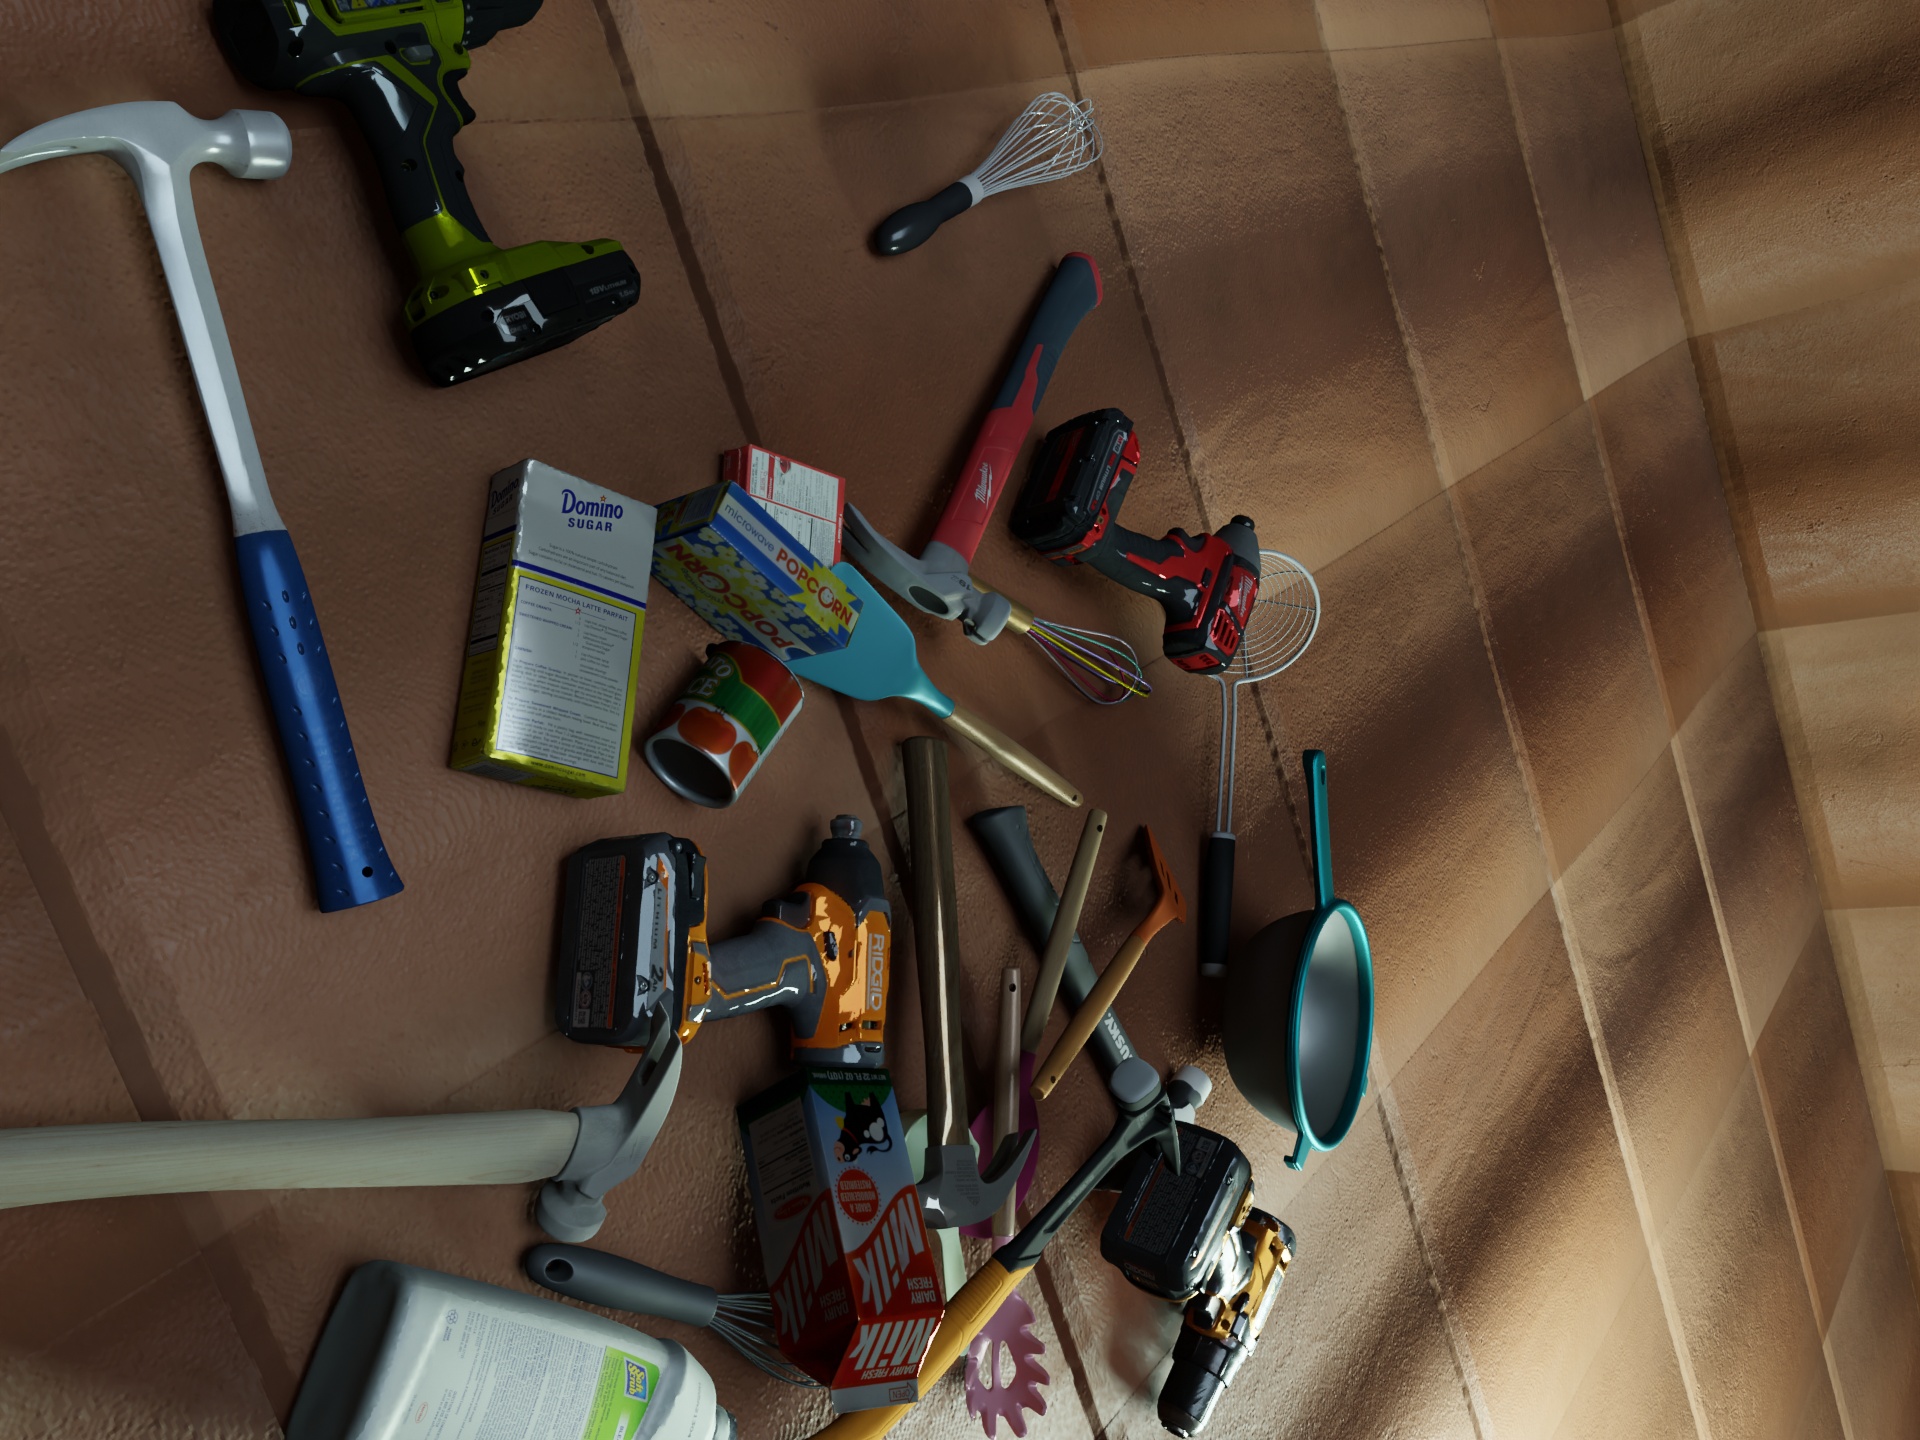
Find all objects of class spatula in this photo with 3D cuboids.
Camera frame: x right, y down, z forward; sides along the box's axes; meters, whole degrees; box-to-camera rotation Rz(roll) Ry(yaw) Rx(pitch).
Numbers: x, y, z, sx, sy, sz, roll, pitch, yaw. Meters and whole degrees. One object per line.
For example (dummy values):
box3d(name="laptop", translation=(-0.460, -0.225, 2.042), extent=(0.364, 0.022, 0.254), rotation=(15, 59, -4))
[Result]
box3d(name="spatula", translation=(0.116, 0.184, 1.203), extent=(0.323, 0.041, 0.081), rotation=(-44, 112, -51))
box3d(name="spatula", translation=(-0.002, -0.004, 1.155), extent=(0.317, 0.044, 0.082), rotation=(36, 85, -46))

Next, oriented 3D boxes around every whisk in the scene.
box3d(name="whisk", translation=(0.062, -0.069, 1.238), extent=(0.244, 0.051, 0.047), rotation=(27, 43, -37))
box3d(name="whisk", translation=(-0.152, 0.345, 0.929), extent=(0.238, 0.055, 0.055), rotation=(32, 61, -34))
box3d(name="whisk", translation=(0.024, -0.424, 1.243), extent=(0.285, 0.070, 0.070), rotation=(-44, 115, -37))

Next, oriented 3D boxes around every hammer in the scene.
box3d(name="hammer", translation=(-0.013, 0.171, 1.079), extent=(0.130, 0.031, 0.331), rotation=(13, 65, -39))
box3d(name="hammer", translation=(-0.356, -0.102, 0.789), extent=(0.144, 0.035, 0.405), rotation=(-19, 97, -47))
box3d(name="hammer", translation=(0.022, 0.371, 1.039), extent=(0.337, 0.034, 0.127), rotation=(-42, 140, -21))
box3d(name="hammer", translation=(0.025, -0.240, 1.214), extent=(0.143, 0.038, 0.387), rotation=(35, 54, -18))
box3d(name="hammer", translation=(0.091, 0.207, 1.219), extent=(0.146, 0.035, 0.334), rotation=(-45, 115, -42))
box3d(name="hammer", translation=(-0.322, 0.192, 0.729), extent=(0.410, 0.038, 0.146), rotation=(10, 117, -42))

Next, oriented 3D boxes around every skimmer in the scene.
box3d(name="skimmer", translation=(0.240, 0.037, 1.369), extent=(0.127, 0.090, 0.363), rotation=(8, 78, -13))

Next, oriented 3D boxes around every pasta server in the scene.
box3d(name="pasta server", translation=(0.032, 0.332, 1.107), extent=(0.060, 0.040, 0.316), rotation=(2, 87, -13))

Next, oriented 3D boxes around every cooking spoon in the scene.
box3d(name="cooking spoon", translation=(0.055, 0.215, 1.154), extent=(0.068, 0.017, 0.319), rotation=(25, 76, -28))

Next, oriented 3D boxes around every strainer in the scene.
box3d(name="strainer", translation=(0.275, 0.192, 1.355), extent=(0.211, 0.095, 0.340), rotation=(-16, 103, -58))

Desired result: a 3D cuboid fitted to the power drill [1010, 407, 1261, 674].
box3d(name="power drill", translation=(0.157, -0.148, 1.285), extent=(0.219, 0.078, 0.143), rotation=(34, 67, -28))

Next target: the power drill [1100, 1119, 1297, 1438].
box3d(name="power drill", translation=(0.181, 0.433, 1.224), extent=(0.185, 0.084, 0.226), rotation=(-57, 140, -26))

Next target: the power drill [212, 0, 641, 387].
box3d(name="power drill", translation=(-0.274, -0.320, 0.887), extent=(0.190, 0.080, 0.228), rotation=(-37, 107, -44))

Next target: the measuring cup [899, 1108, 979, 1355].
box3d(name="measuring cup", translation=(-0.021, 0.344, 1.074), extent=(0.083, 0.038, 0.167), rotation=(-11, 93, -48))

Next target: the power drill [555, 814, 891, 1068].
box3d(name="power drill", translation=(-0.128, 0.127, 0.966), extent=(0.226, 0.084, 0.164), rotation=(17, 70, -49))
